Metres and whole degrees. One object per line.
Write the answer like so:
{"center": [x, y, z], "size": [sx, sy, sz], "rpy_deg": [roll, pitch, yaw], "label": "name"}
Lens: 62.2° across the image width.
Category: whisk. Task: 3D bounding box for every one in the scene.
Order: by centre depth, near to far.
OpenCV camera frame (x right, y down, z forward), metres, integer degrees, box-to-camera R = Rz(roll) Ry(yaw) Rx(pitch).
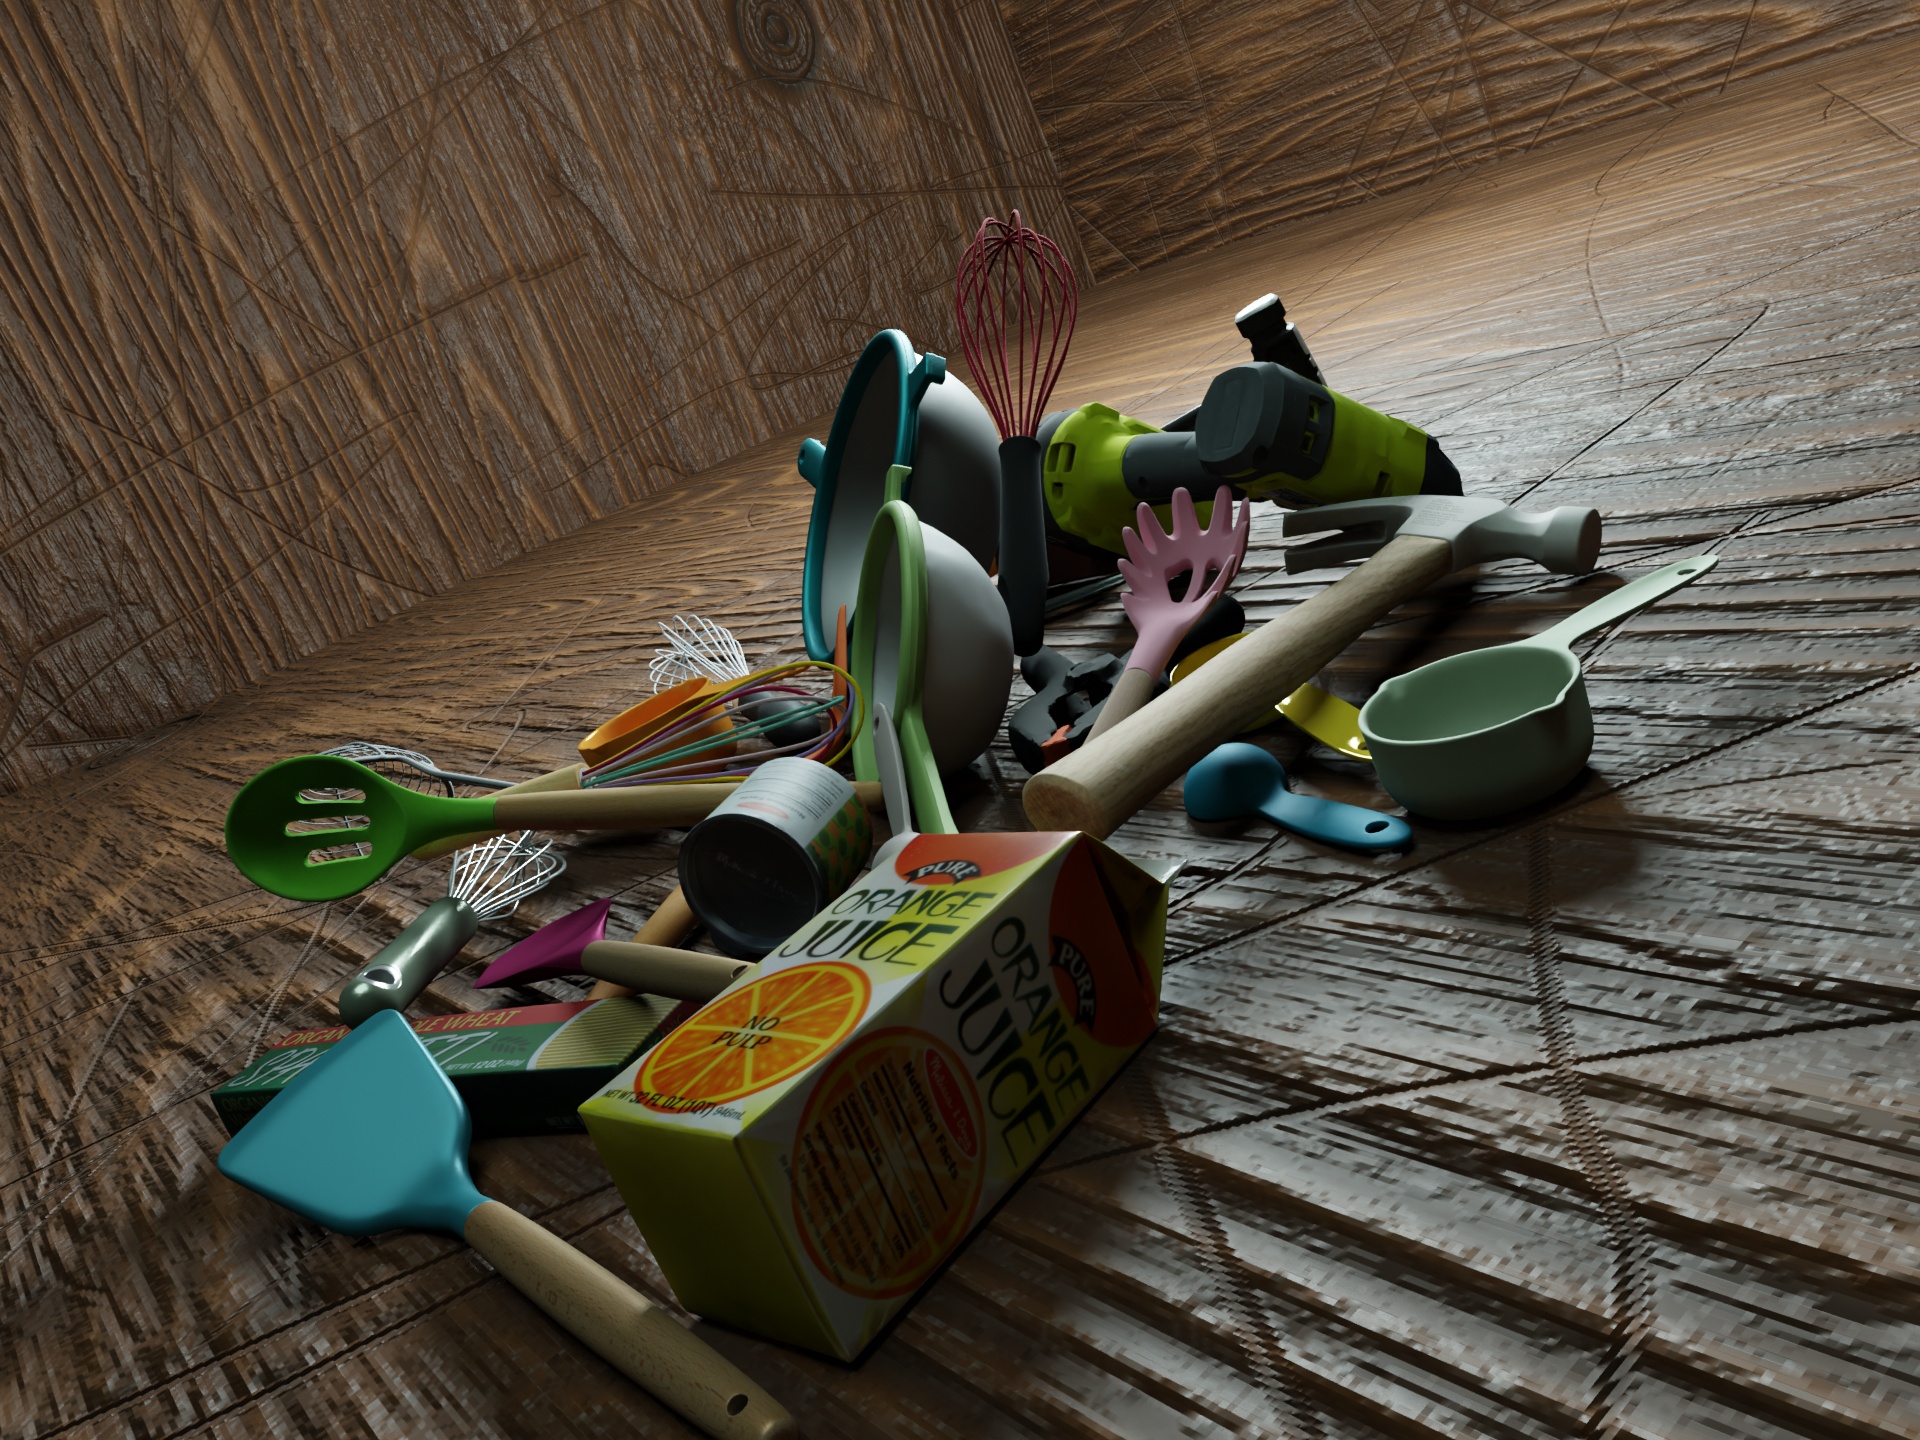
{"center": [-0.158, 0.027, 0.759], "size": [0.245, 0.047, 0.051], "rpy_deg": [-18, 19, 13], "label": "whisk"}
{"center": [-0.242, 0.094, 0.765], "size": [0.058, 0.059, 0.246], "rpy_deg": [16, 12, -2], "label": "whisk"}
{"center": [0.032, -0.163, 0.869], "size": [0.073, 0.073, 0.296], "rpy_deg": [-15, 58, 24], "label": "whisk"}
{"center": [-0.145, -0.019, 1.033], "size": [0.070, 0.070, 0.285], "rpy_deg": [-27, 23, -17], "label": "whisk"}

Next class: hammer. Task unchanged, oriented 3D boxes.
{"center": [0.136, -0.032, 0.649], "size": [0.130, 0.031, 0.331], "rpy_deg": [13, 31, 39], "label": "hammer"}
{"center": [0.096, -0.152, 1.095], "size": [0.337, 0.127, 0.034], "rpy_deg": [-28, 16, 17], "label": "hammer"}

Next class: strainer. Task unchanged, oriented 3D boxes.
{"center": [-0.001, -0.002, 0.743], "size": [0.069, 0.151, 0.257], "rpy_deg": [3, 32, -14], "label": "strainer"}
{"center": [-0.042, -0.145, 1.045], "size": [0.095, 0.211, 0.341], "rpy_deg": [10, 13, -17], "label": "strainer"}

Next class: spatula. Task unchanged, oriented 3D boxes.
{"center": [-0.144, 0.157, 0.490], "size": [0.082, 0.044, 0.318], "rpy_deg": [-44, 27, -28], "label": "spatula"}
{"center": [-0.107, 0.047, 0.780], "size": [0.041, 0.081, 0.323], "rpy_deg": [16, 34, 14], "label": "spatula"}

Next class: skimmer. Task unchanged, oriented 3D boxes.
{"center": [-0.283, 0.067, 0.943], "size": [0.363, 0.090, 0.127], "rpy_deg": [5, -8, 35], "label": "skimmer"}

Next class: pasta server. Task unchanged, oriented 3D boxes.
{"center": [0.065, -0.007, 0.664], "size": [0.060, 0.040, 0.316], "rpy_deg": [1, 35, 26], "label": "pasta server"}

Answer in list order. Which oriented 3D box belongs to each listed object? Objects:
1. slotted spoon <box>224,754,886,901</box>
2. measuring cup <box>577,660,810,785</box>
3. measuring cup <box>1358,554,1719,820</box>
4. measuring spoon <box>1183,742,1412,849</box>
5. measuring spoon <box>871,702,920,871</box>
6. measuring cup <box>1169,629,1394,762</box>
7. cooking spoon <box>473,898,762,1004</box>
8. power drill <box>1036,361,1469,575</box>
{"center": [-0.188, 0.044, 0.735], "size": [0.314, 0.070, 0.031], "rpy_deg": [-3, 5, 9], "label": "slotted spoon"}
{"center": [-0.143, 0.008, 0.922], "size": [0.173, 0.052, 0.095], "rpy_deg": [-15, 18, 34], "label": "measuring cup"}
{"center": [0.219, -0.013, 0.571], "size": [0.167, 0.038, 0.083], "rpy_deg": [-27, 17, -22], "label": "measuring cup"}
{"center": [0.123, 0.026, 0.592], "size": [0.042, 0.021, 0.129], "rpy_deg": [-28, 16, -17], "label": "measuring spoon"}
{"center": [-0.034, 0.033, 0.681], "size": [0.018, 0.034, 0.124], "rpy_deg": [9, 37, -19], "label": "measuring spoon"}
{"center": [0.138, -0.001, 0.661], "size": [0.062, 0.029, 0.157], "rpy_deg": [-26, 23, -8], "label": "measuring cup"}
{"center": [-0.133, 0.095, 0.617], "size": [0.069, 0.017, 0.319], "rpy_deg": [-36, 12, -26], "label": "cooking spoon"}
{"center": [0.152, -0.129, 0.870], "size": [0.171, 0.080, 0.223], "rpy_deg": [15, -6, -32], "label": "power drill"}
